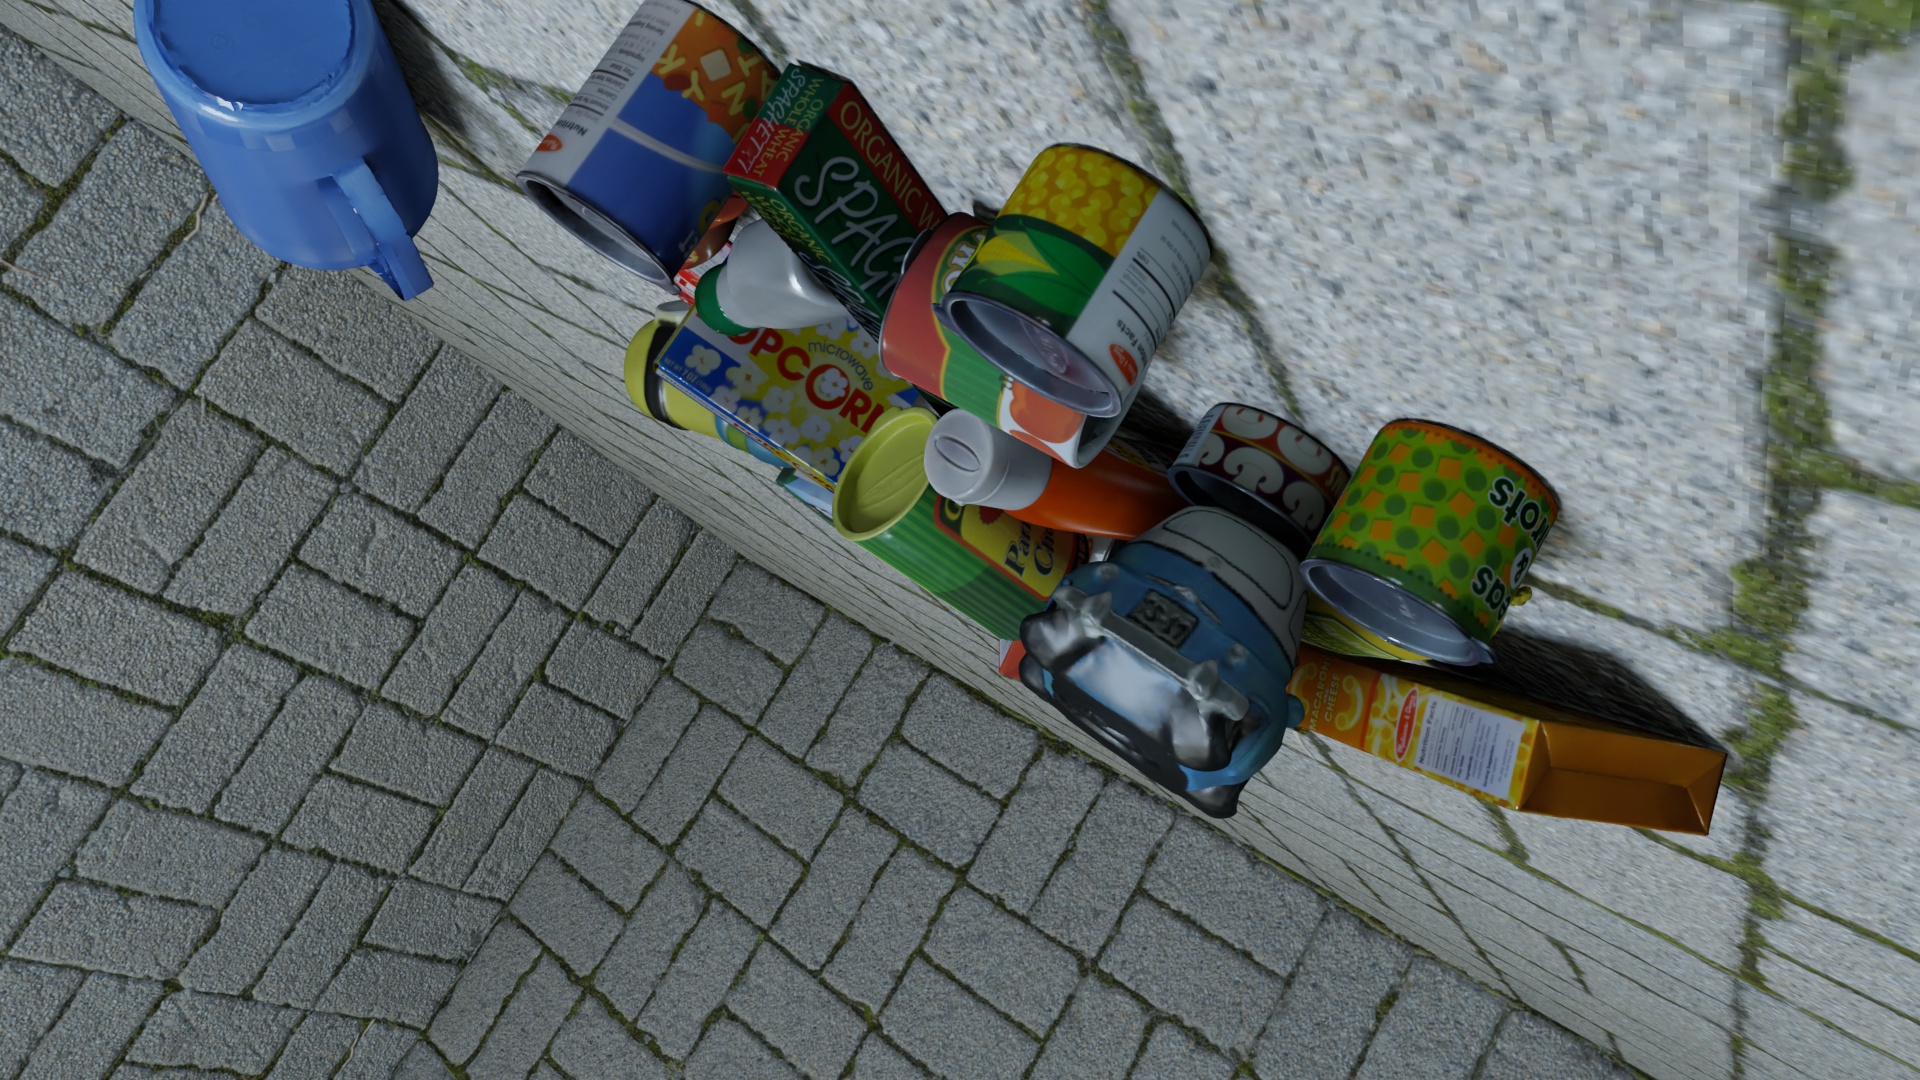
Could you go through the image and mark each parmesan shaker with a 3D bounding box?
[{"bbox_3d":[0.002,-0.008,0.627,0.103,0.071,0.071,35,172,-35],"label":"parmesan shaker"}]

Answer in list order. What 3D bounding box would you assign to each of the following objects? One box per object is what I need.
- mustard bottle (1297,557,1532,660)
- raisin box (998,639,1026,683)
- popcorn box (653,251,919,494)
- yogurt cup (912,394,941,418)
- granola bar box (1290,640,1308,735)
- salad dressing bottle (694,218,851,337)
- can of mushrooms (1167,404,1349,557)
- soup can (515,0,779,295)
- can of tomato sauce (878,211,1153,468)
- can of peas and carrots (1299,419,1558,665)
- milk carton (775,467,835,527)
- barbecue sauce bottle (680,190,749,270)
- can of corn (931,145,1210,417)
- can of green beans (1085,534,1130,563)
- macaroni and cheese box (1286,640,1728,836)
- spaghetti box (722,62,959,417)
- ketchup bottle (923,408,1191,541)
[{"bbox_3d":[0.173,0.021,0.563,0.065,0.049,0.160,29,173,-13],"label":"mustard bottle"},{"bbox_3d":[0.065,0.038,0.723,0.086,0.040,0.124,18,-156,-7],"label":"raisin box"},{"bbox_3d":[-0.089,-0.092,0.748,0.126,0.085,0.038,35,170,-13],"label":"popcorn box"},{"bbox_3d":[-0.047,-0.068,0.812,0.072,0.072,0.054,34,179,-11],"label":"yogurt cup"},{"bbox_3d":[0.171,0.063,0.852,0.124,0.039,0.165,30,171,16],"label":"granola bar box"},{"bbox_3d":[-0.086,-0.121,0.650,0.064,0.044,0.147,11,176,-28],"label":"salad dressing bottle"},{"bbox_3d":[0.122,-0.023,0.557,0.071,0.033,0.071,32,171,6],"label":"can of mushrooms"},{"bbox_3d":[-0.111,-0.146,0.516,0.071,0.084,0.071,32,172,5],"label":"soup can"},{"bbox_3d":[0.022,-0.075,0.509,0.083,0.071,0.071,29,171,15],"label":"can of tomato sauce"},{"bbox_3d":[0.160,0.002,0.469,0.071,0.059,0.071,31,171,5],"label":"can of peas and carrots"},{"bbox_3d":[-0.033,-0.028,0.954,0.191,0.073,0.072,24,168,43],"label":"milk carton"},{"bbox_3d":[-0.132,-0.160,0.653,0.065,0.044,0.148,29,173,-23],"label":"barbecue sauce bottle"},{"bbox_3d":[0.035,-0.082,0.440,0.071,0.058,0.071,31,172,5],"label":"can of corn"},{"bbox_3d":[0.063,-0.015,0.701,0.058,0.071,0.071,30,171,19],"label":"can of green beans"},{"bbox_3d":[0.228,0.085,0.628,0.124,0.040,0.166,12,-178,-29],"label":"macaroni and cheese box"},{"bbox_3d":[-0.010,-0.093,0.574,0.029,0.050,0.249,24,168,34],"label":"spaghetti box"},{"bbox_3d":[0.047,-0.026,0.590,0.149,0.043,0.065,7,-159,-48],"label":"ketchup bottle"}]
